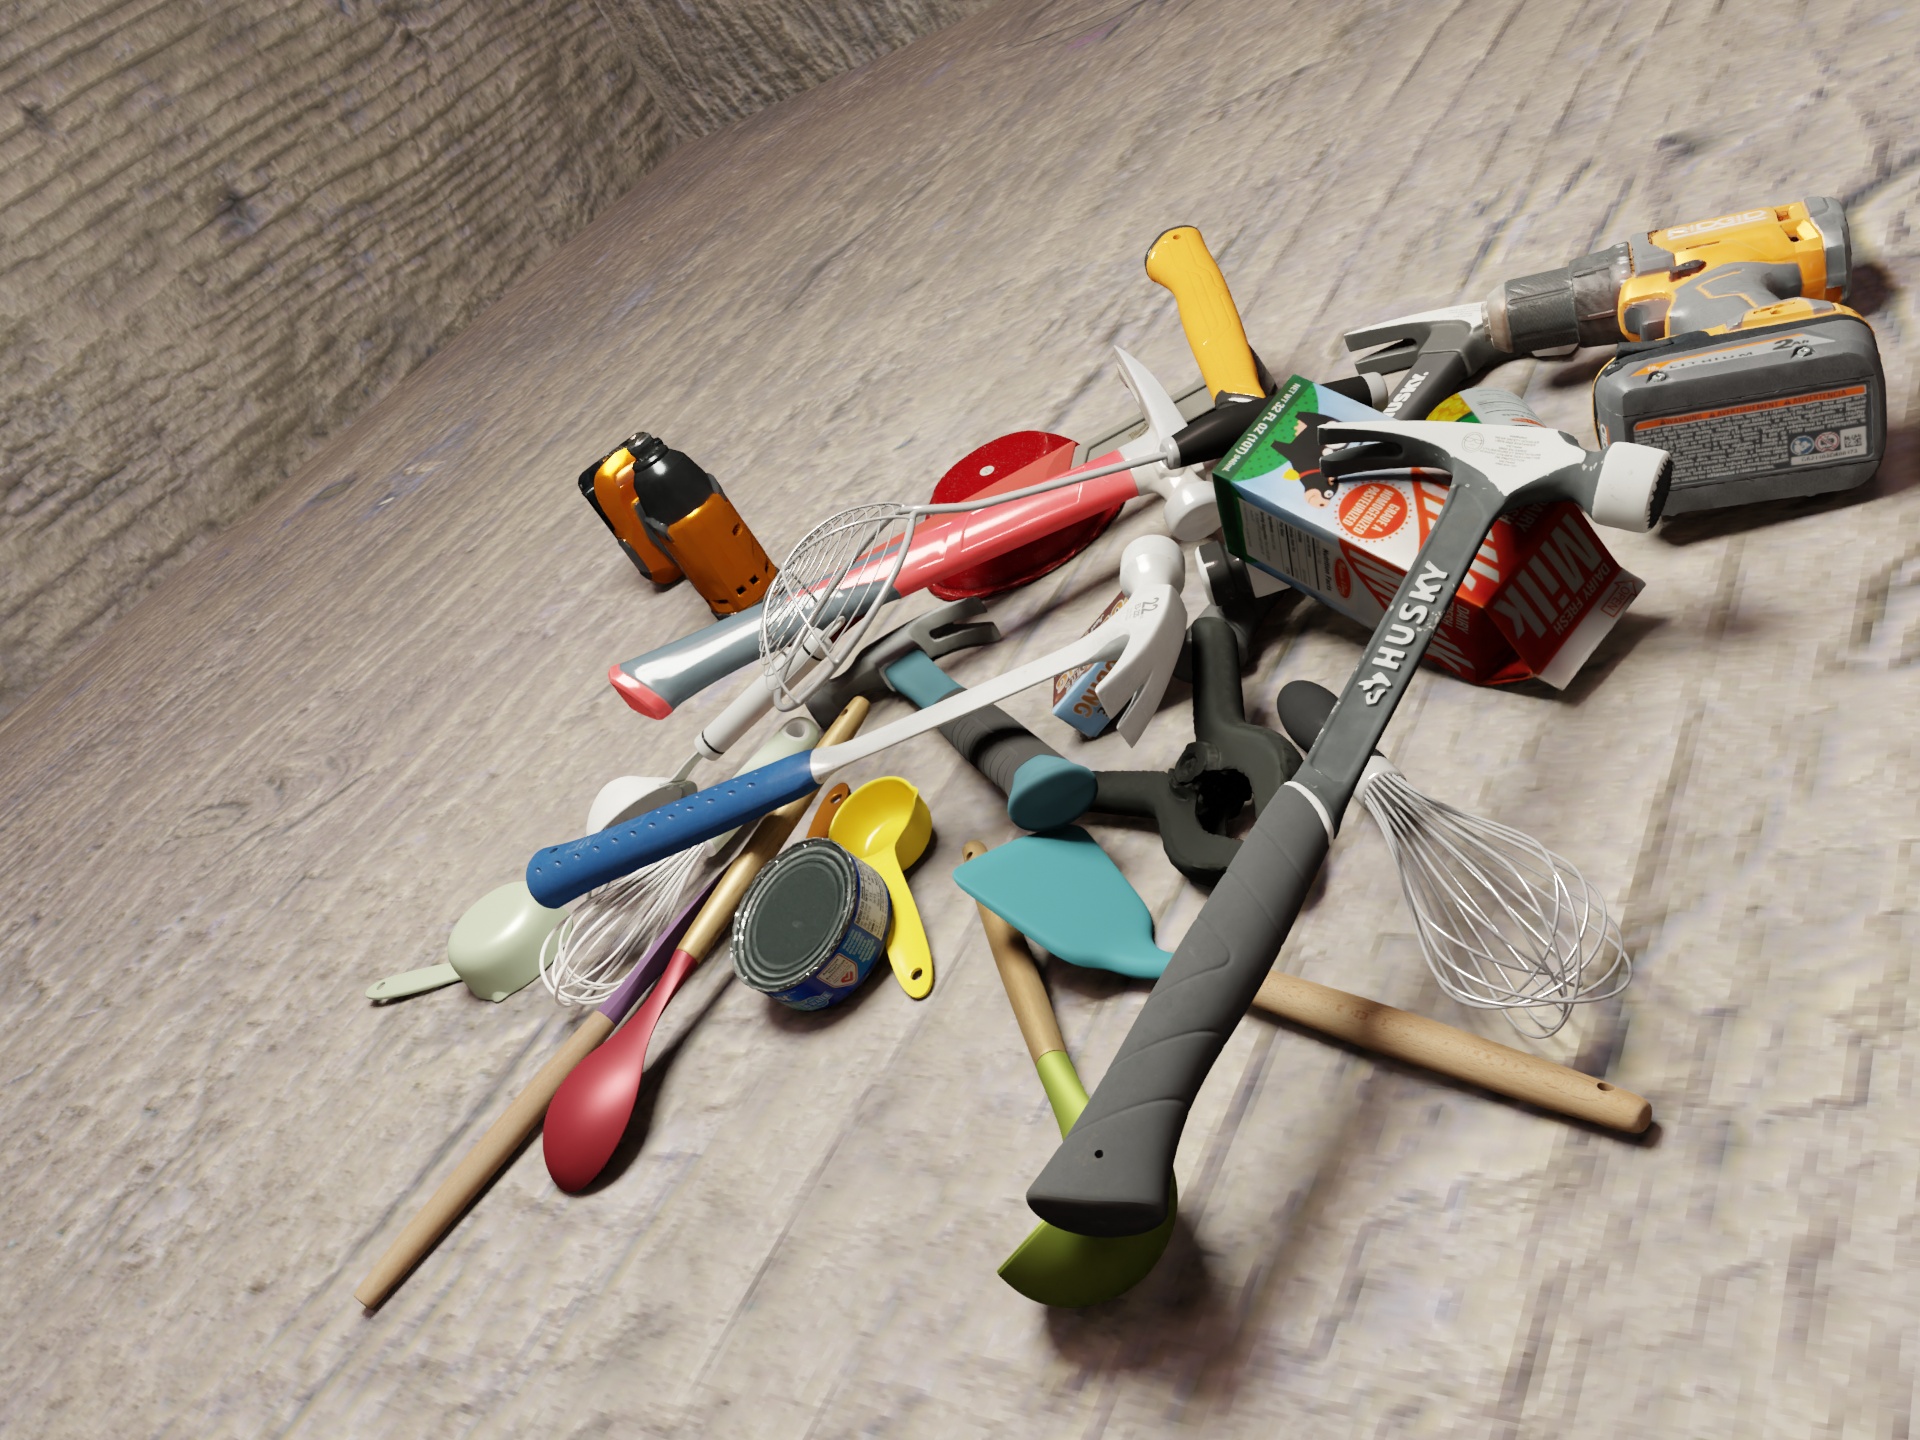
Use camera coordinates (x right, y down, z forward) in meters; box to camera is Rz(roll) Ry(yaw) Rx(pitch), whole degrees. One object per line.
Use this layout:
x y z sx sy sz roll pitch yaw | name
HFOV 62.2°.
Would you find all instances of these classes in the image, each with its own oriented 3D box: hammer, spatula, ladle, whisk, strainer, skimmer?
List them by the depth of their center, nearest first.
0.139 0.019 0.620 0.149 0.036 0.409 18 58 30 | hammer
0.126 0.102 0.649 0.082 0.044 0.318 -18 19 -37 | spatula
0.191 0.041 0.674 0.070 0.070 0.285 -30 24 4 | whisk
0.026 0.129 0.696 0.078 0.062 0.320 -48 24 12 | ladle
-0.068 0.023 0.840 0.405 0.035 0.144 -23 27 22 | hammer
0.061 -0.099 0.857 0.363 0.090 0.127 -17 20 -4 | skimmer
-0.132 0.108 0.862 0.069 0.031 0.315 -3 47 49 | ladle
-0.210 0.182 0.864 0.316 0.018 0.059 -50 -6 -24 | spatula
-0.001 -0.003 0.907 0.128 0.033 0.331 -35 22 -6 | hammer
0.222 -0.140 0.933 0.146 0.035 0.335 10 50 49 | hammer
0.171 -0.203 0.948 0.127 0.034 0.337 -18 45 9 | hammer
-0.163 0.080 0.965 0.058 0.059 0.246 29 54 17 | whisk
-0.158 0.018 0.971 0.258 0.050 0.087 -41 -14 21 | strainer
-0.039 -0.106 0.989 0.386 0.038 0.143 -23 59 1 | hammer
0.034 -0.152 1.037 0.359 0.036 0.149 -29 60 -2 | hammer

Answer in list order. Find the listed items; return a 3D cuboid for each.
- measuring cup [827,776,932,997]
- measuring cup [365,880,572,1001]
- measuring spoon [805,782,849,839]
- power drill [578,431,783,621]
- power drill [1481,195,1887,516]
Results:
-0.031 0.092 0.844 0.062 0.029 0.157 -32 41 11 | measuring cup
-0.327 0.147 1.019 0.167 0.038 0.083 -17 33 22 | measuring cup
-0.081 0.074 0.928 0.021 0.011 0.117 -19 28 22 | measuring spoon
-0.236 -0.171 1.290 0.084 0.164 0.227 -39 28 -11 | power drill
0.362 -0.191 0.814 0.185 0.084 0.226 -6 34 24 | power drill
